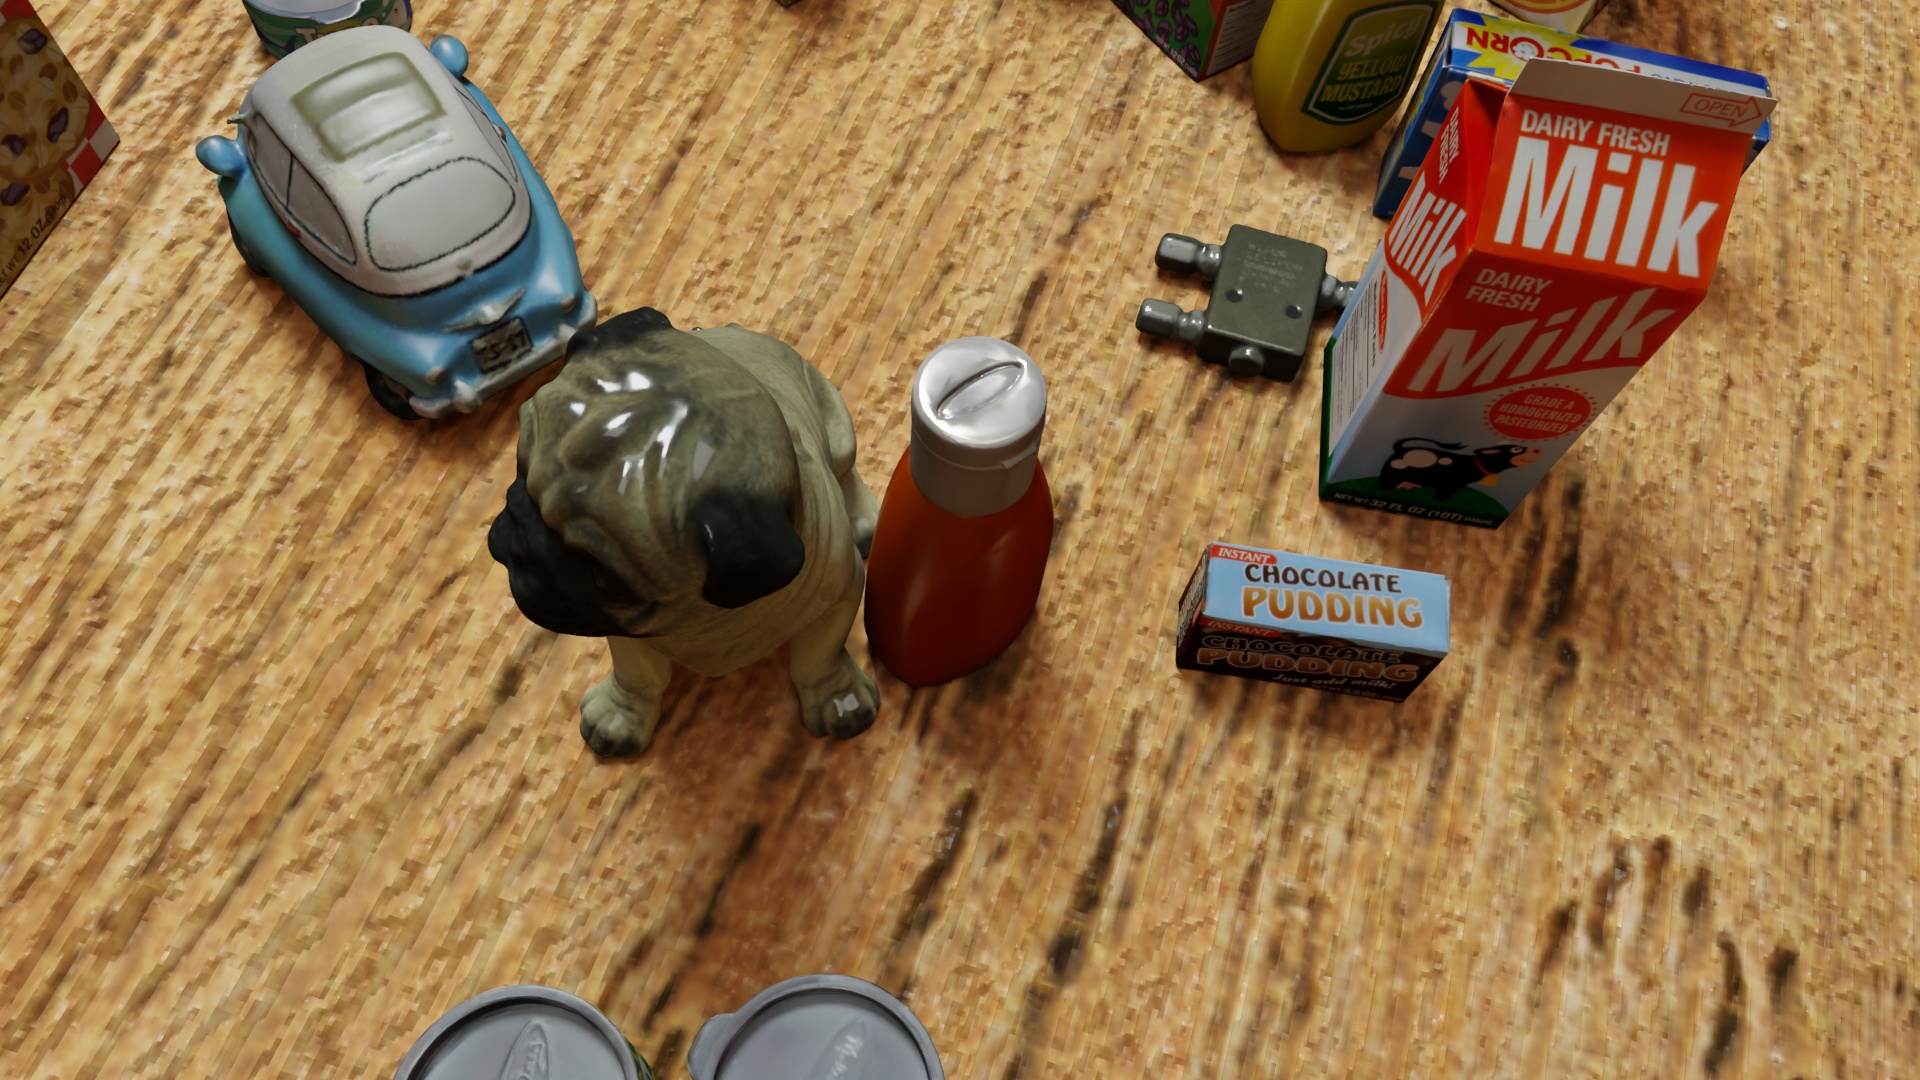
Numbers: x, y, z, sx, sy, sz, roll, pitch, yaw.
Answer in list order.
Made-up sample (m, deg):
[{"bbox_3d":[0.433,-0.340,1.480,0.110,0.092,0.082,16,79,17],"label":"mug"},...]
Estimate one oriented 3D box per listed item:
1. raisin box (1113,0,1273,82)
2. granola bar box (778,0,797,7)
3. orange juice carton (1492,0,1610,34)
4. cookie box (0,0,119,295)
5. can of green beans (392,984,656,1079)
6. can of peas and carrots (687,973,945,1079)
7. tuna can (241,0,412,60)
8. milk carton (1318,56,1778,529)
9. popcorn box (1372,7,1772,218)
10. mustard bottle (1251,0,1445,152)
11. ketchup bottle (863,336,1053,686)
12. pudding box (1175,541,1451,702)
[{"bbox_3d":[0.103,-0.274,0.595,0.040,0.122,0.086,-30,69,-18],"label":"raisin box"},{"bbox_3d":[-0.119,-0.334,0.610,0.039,0.123,0.166,-39,71,-21],"label":"granola bar box"},{"bbox_3d":[0.289,-0.320,0.594,0.073,0.191,0.072,39,66,15],"label":"orange juice carton"},{"bbox_3d":[-0.372,-0.156,0.472,0.040,0.166,0.123,15,62,4],"label":"cookie box"},{"bbox_3d":[-0.118,0.162,0.384,0.071,0.057,0.071,2,62,-3],"label":"can of green beans"},{"bbox_3d":[-0.041,0.160,0.391,0.071,0.058,0.071,2,62,-3],"label":"can of peas and carrots"},{"bbox_3d":[-0.272,-0.234,0.597,0.071,0.032,0.071,2,62,-3],"label":"tuna can"},{"bbox_3d":[0.182,-0.083,0.462,0.072,0.189,0.074,10,62,1],"label":"milk carton"},{"bbox_3d":[0.245,-0.159,0.566,0.127,0.085,0.038,14,62,3],"label":"popcorn box"},{"bbox_3d":[0.163,-0.225,0.552,0.065,0.159,0.049,-13,64,-11],"label":"mustard bottle"},{"bbox_3d":[0.002,-0.005,0.431,0.065,0.148,0.043,-33,69,-19],"label":"ketchup bottle"},{"bbox_3d":[0.120,0.028,0.478,0.084,0.049,0.030,9,62,0],"label":"pudding box"}]
